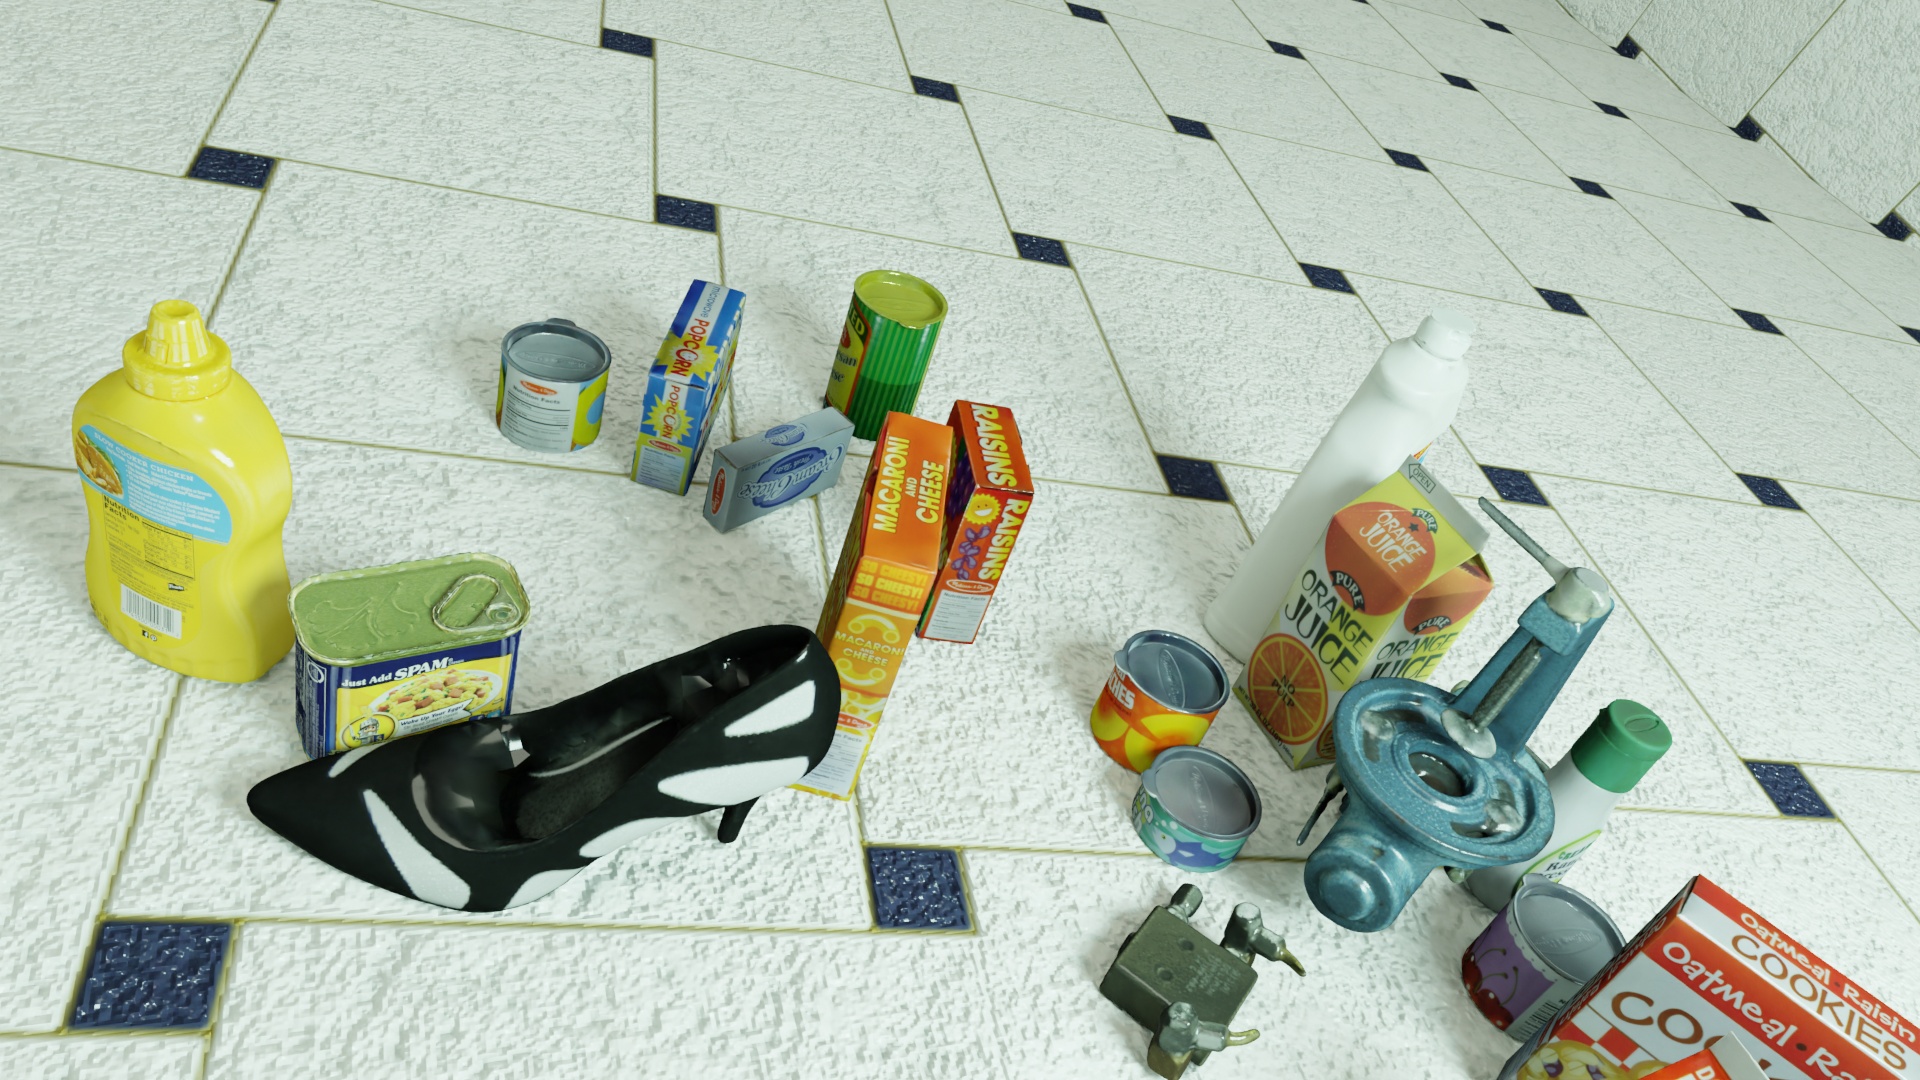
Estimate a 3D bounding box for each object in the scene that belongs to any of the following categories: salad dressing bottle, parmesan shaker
[{"bbox_3d":[0.337,0.150,0.775,0.064,0.146,0.044,-6,44,-31],"label":"salad dressing bottle"},{"bbox_3d":[-0.054,-0.127,0.972,0.071,0.102,0.072,13,38,-10],"label":"parmesan shaker"}]

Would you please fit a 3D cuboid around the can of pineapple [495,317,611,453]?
[{"bbox_3d":[-0.257,-0.098,0.878,0.071,0.057,0.071,13,38,-10],"label":"can of pineapple"}]

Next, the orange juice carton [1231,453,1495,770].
[{"bbox_3d":[0.244,0.044,0.826,0.073,0.191,0.072,-5,44,-30],"label":"orange juice carton"}]

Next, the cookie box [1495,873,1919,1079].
[{"bbox_3d":[0.342,0.250,0.639,0.123,0.166,0.040,38,40,21],"label":"cookie box"}]

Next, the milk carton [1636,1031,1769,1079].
[{"bbox_3d":[0.272,0.276,0.554,0.073,0.189,0.072,2,41,-23],"label":"milk carton"}]

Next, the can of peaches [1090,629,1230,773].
[{"bbox_3d":[0.114,0.095,0.813,0.071,0.057,0.071,13,38,-10],"label":"can of peaches"}]

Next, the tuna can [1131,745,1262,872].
[{"bbox_3d":[0.129,0.149,0.774,0.071,0.032,0.071,13,38,-10],"label":"tuna can"}]

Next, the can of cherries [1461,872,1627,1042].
[{"bbox_3d":[0.312,0.225,0.745,0.071,0.058,0.072,13,38,-10],"label":"can of cherries"}]

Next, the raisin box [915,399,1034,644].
[{"bbox_3d":[0.003,-0.011,0.838,0.040,0.122,0.086,8,39,-16],"label":"raisin box"}]

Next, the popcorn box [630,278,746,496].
[{"bbox_3d":[-0.175,-0.101,0.899,0.038,0.084,0.127,16,37,-7],"label":"popcorn box"}]

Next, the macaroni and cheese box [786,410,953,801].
[{"bbox_3d":[-0.049,0.034,0.723,0.040,0.165,0.124,15,37,-8],"label":"macaroni and cheese box"}]

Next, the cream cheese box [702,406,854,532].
[{"bbox_3d":[-0.116,-0.046,0.884,0.024,0.053,0.104,39,41,22],"label":"cream cheese box"}]
